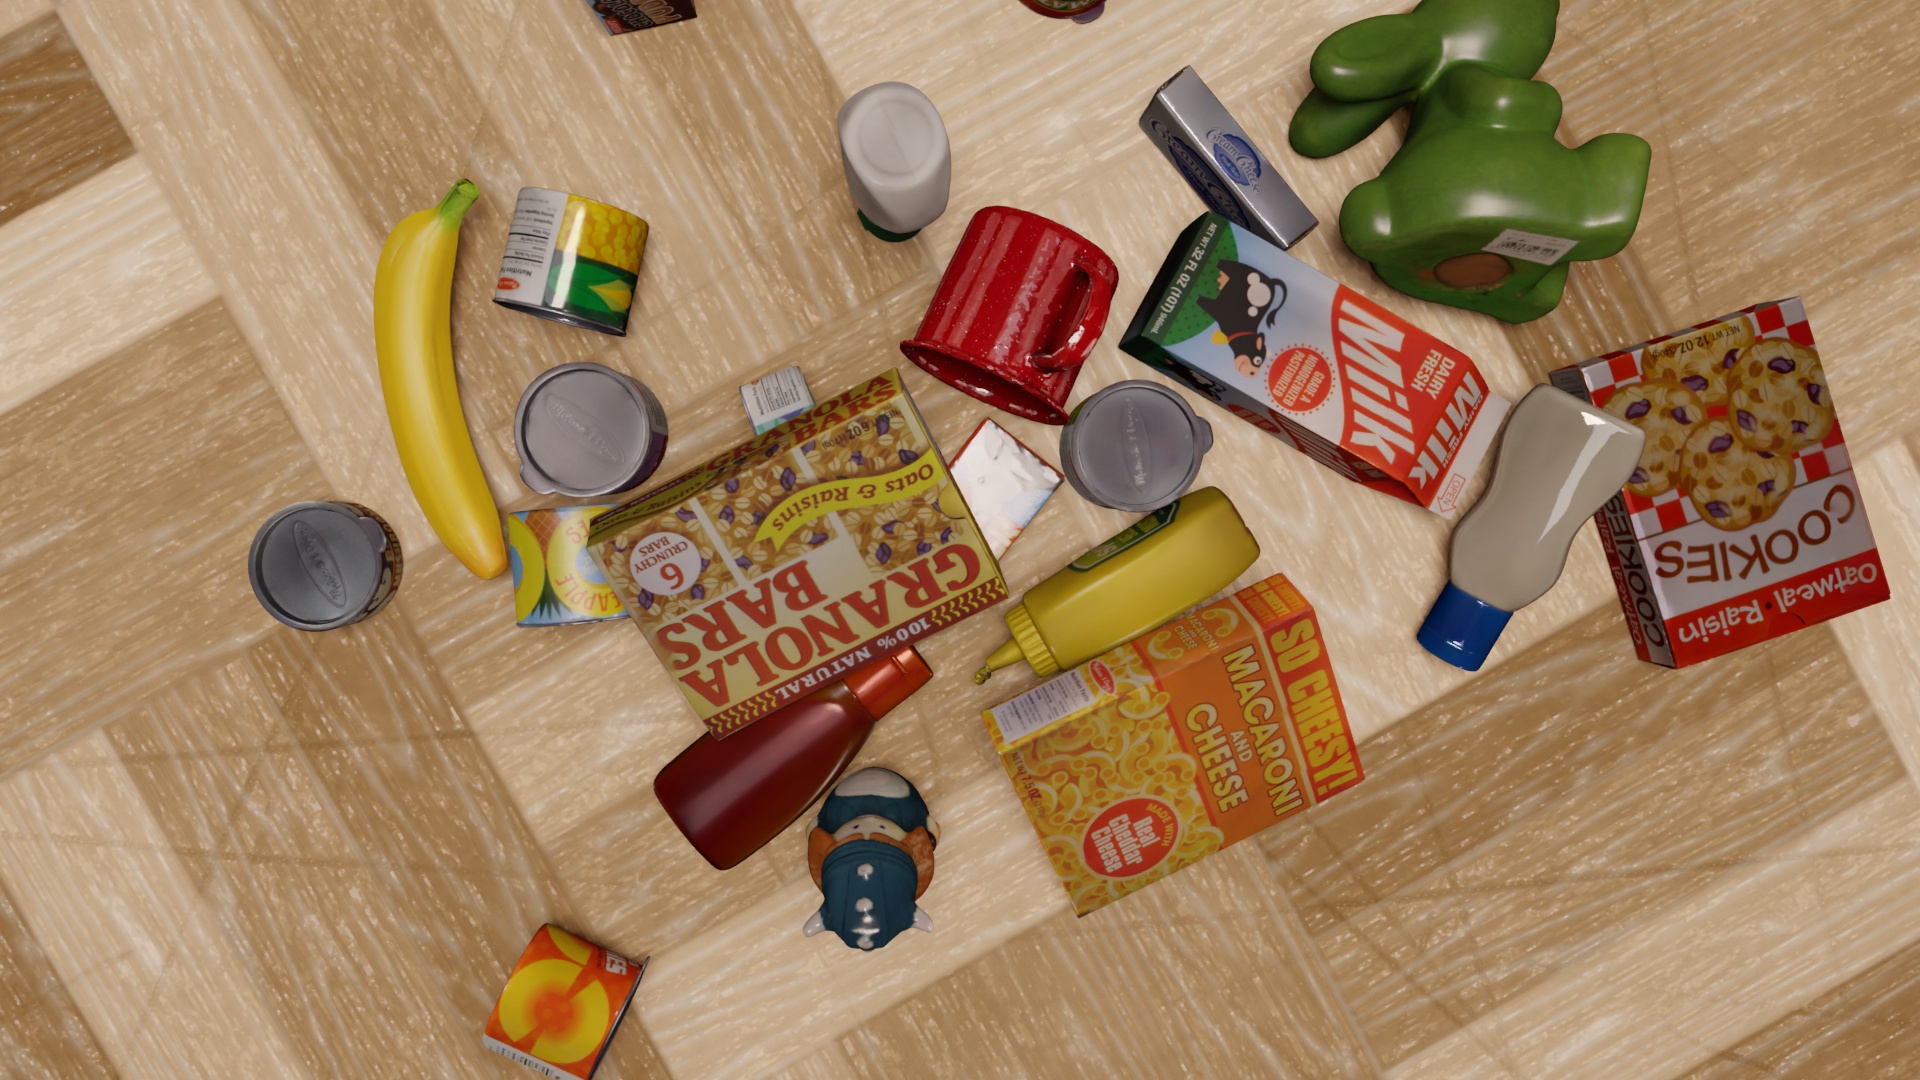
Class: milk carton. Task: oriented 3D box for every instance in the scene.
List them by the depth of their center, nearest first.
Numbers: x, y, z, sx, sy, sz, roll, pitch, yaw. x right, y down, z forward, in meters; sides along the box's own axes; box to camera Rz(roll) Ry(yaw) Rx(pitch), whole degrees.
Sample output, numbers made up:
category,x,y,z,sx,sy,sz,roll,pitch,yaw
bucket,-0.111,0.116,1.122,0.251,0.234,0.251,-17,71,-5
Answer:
category,x,y,z,sx,sy,sz,roll,pitch,yaw
milk carton,0.184,-0.086,0.709,0.190,0.073,0.072,28,91,-3

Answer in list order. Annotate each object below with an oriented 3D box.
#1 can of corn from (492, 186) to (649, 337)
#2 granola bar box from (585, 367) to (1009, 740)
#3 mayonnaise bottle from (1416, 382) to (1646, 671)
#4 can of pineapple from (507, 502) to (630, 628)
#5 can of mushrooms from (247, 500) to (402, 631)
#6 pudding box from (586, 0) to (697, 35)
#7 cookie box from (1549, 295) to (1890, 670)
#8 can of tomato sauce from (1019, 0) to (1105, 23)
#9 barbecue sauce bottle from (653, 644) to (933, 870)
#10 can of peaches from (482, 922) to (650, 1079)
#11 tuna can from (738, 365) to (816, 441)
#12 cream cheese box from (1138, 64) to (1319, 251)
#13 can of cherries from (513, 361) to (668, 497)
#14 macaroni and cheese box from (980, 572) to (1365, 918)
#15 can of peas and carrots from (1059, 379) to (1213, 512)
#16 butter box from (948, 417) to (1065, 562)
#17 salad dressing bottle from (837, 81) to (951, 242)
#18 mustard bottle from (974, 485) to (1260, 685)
category,x,y,z,sx,sy,sz,roll,pitch,yaw
can of corn,-0.193,-0.139,0.698,0.071,0.071,0.058,13,91,-3
granola bar box,-0.076,0.009,0.672,0.165,0.039,0.123,-26,117,2
mayonnaise bottle,0.287,-0.004,0.715,0.065,0.041,0.147,30,107,16
can of pineapple,-0.191,0.012,0.699,0.071,0.071,0.058,-5,92,-2
can of mushrooms,-0.322,0.011,0.711,0.071,0.033,0.071,0,91,-2
pudding box,-0.162,-0.280,0.684,0.050,0.084,0.030,-13,93,-2
cookie box,0.402,-0.030,0.736,0.123,0.040,0.167,-18,92,-2
can of tomato sauce,0.055,-0.306,0.693,0.071,0.083,0.071,0,92,-2
barbecue sauce bottle,-0.082,0.102,0.719,0.148,0.043,0.065,-38,93,-1
can of peaches,-0.200,0.234,0.707,0.058,0.071,0.071,25,91,-2
tuna can,-0.084,-0.051,0.704,0.033,0.071,0.071,-22,93,-2
cream cheese box,0.136,-0.190,0.714,0.024,0.053,0.104,-41,93,-2
can of cherries,-0.187,-0.054,0.703,0.071,0.058,0.071,0,93,-3
macaroni and cheese box,0.110,0.104,0.704,0.166,0.040,0.123,-25,121,-2
can of peas and carrots,0.089,-0.048,0.713,0.071,0.059,0.071,0,92,-3
butter box,0.003,-0.009,0.728,0.053,0.024,0.103,38,90,-3
salad dressing bottle,-0.032,-0.173,0.661,0.044,0.147,0.064,-27,93,-2
mustard bottle,0.074,0.030,0.714,0.160,0.065,0.048,-31,97,3
